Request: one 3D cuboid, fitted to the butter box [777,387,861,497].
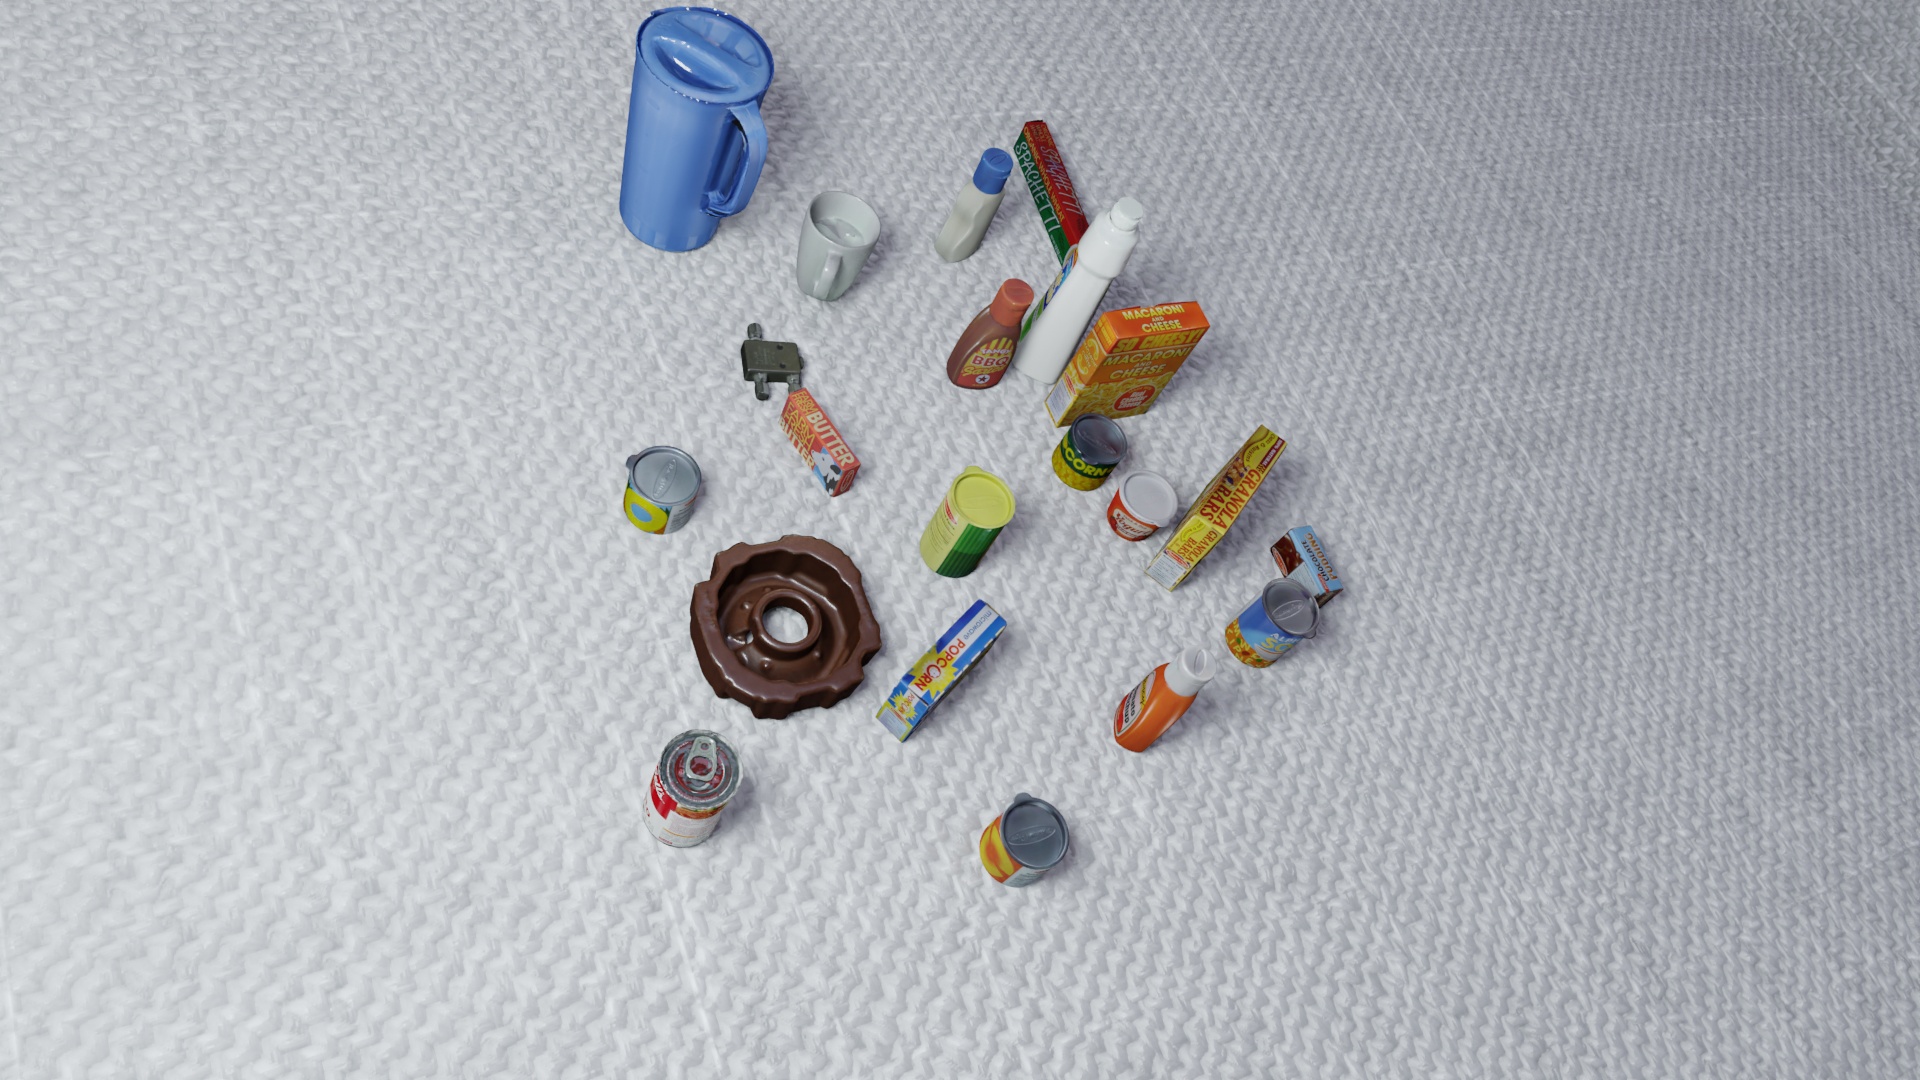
[{"bbox_3d":[-0.143,-0.099,1.398,0.024,0.053,0.103,-27,72,-32],"label":"butter box"}]

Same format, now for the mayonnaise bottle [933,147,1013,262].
[{"bbox_3d":[0.018,-0.382,1.580,0.041,0.147,0.065,45,55,9],"label":"mayonnaise bottle"}]

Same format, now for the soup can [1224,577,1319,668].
[{"bbox_3d":[0.325,0.090,1.448,0.071,0.083,0.071,10,57,-16],"label":"soup can"}]

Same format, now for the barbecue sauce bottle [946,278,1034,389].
[{"bbox_3d":[0.036,-0.220,1.486,0.065,0.147,0.044,-2,61,-23],"label":"barbecue sauce bottle"}]

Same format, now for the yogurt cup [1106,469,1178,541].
[{"bbox_3d":[0.192,-0.035,1.491,0.072,0.053,0.073,10,57,-16],"label":"yogurt cup"}]

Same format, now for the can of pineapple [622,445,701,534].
[{"bbox_3d":[-0.283,-0.048,1.308,0.071,0.057,0.071,10,57,-16],"label":"can of pineapple"}]

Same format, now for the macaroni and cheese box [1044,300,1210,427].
[{"bbox_3d":[0.179,-0.192,1.514,0.124,0.165,0.040,-11,65,-27],"label":"macaroni and cheese box"}]

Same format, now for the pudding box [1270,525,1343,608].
[{"bbox_3d":[0.380,0.031,1.528,0.030,0.049,0.084,-11,64,-27],"label":"pudding box"}]

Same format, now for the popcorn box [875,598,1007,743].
[{"bbox_3d":[-0.017,0.120,1.292,0.038,0.084,0.127,42,54,6],"label":"popcorn box"}]

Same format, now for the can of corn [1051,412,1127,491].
[{"bbox_3d":[0.138,-0.093,1.503,0.071,0.058,0.071,10,57,-16],"label":"can of corn"}]

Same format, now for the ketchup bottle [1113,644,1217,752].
[{"bbox_3d":[0.195,0.147,1.320,0.043,0.148,0.065,23,54,-7],"label":"ketchup bottle"}]

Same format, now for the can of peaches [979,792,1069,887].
[{"bbox_3d":[0.056,0.269,1.245,0.071,0.057,0.071,10,57,-16],"label":"can of peaches"}]

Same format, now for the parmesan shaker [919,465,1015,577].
[{"bbox_3d":[0.005,-0.017,1.375,0.071,0.102,0.071,10,57,-16],"label":"parmesan shaker"}]

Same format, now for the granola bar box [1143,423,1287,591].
[{"bbox_3d":[0.273,-0.034,1.479,0.039,0.123,0.166,38,54,4],"label":"granola bar box"}]

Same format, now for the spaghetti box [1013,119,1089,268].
[{"bbox_3d":[0.121,-0.406,1.696,0.029,0.050,0.251,-6,62,-25],"label":"spaghetti box"}]
